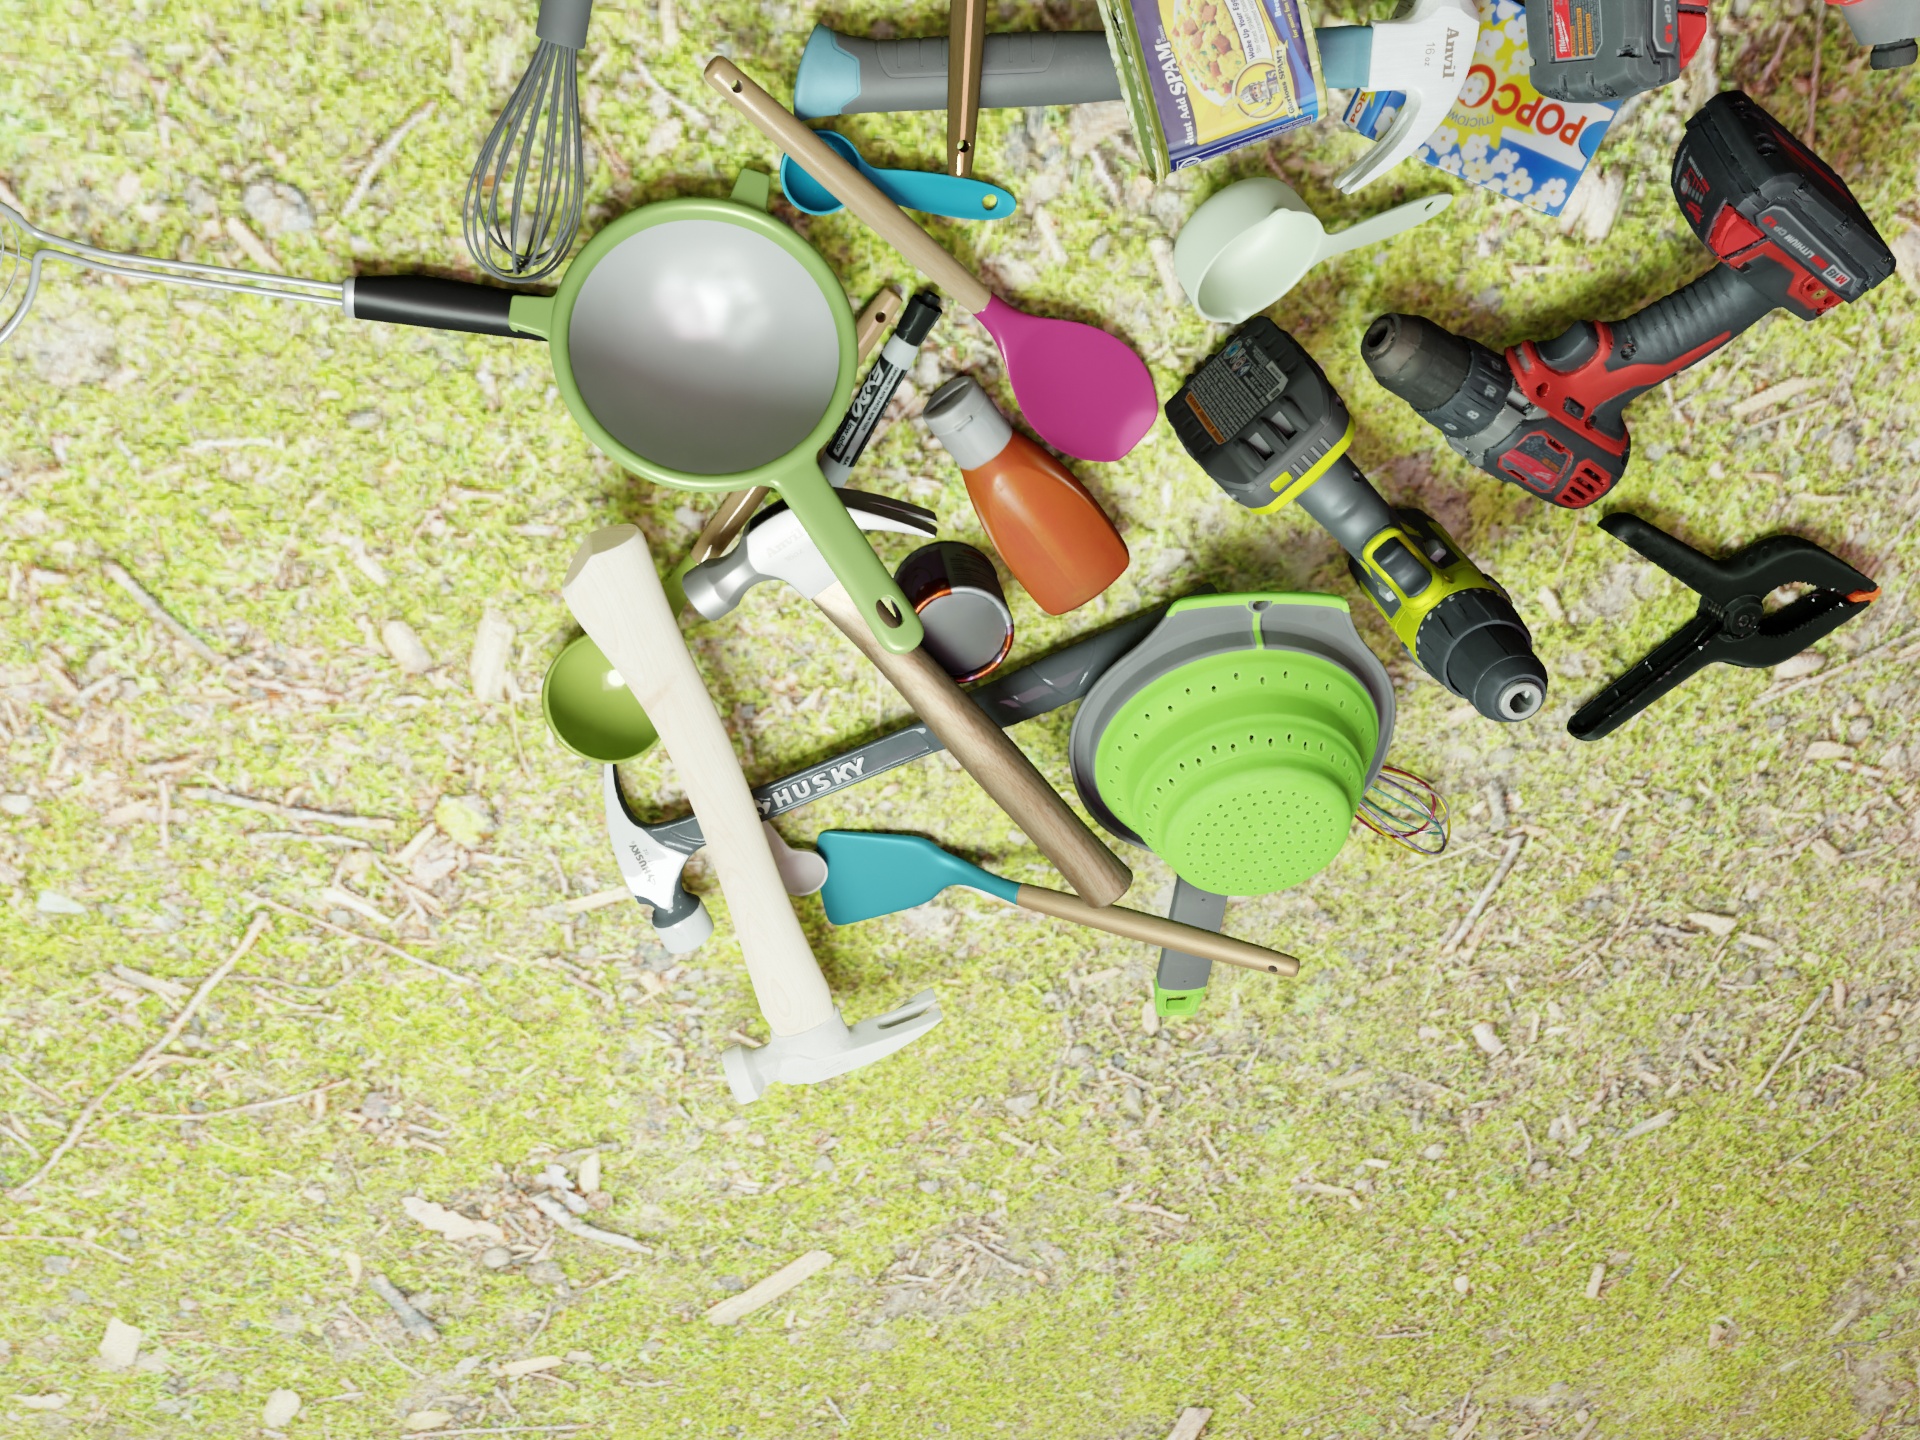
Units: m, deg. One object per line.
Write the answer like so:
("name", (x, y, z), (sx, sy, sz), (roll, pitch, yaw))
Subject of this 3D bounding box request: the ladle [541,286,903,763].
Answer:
("ladle", (-0.130, -0.105, 0.886), (0.078, 0.062, 0.320), (30, 110, -26))

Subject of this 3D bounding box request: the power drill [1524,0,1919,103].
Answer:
("power drill", (0.389, -0.375, 0.771), (0.219, 0.079, 0.143), (-18, 113, -12))

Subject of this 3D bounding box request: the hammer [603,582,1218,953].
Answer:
("hammer", (-0.028, 0.007, 0.986), (0.409, 0.036, 0.149), (-23, 115, 2))

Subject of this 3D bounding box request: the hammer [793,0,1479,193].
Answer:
("hammer", (0.083, -0.320, 0.773), (0.331, 0.033, 0.128), (-2, 117, 0))

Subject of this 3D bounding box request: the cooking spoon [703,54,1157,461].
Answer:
("cooking spoon", (-0.006, -0.234, 0.830), (0.318, 0.017, 0.068), (33, 106, -35))

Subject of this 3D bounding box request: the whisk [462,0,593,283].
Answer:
("whisk", (-0.189, -0.319, 0.740), (0.055, 0.055, 0.238), (11, 116, -18))

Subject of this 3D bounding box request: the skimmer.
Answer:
("skimmer", (-0.360, -0.188, 0.764), (0.363, 0.090, 0.127), (4, 155, -16))

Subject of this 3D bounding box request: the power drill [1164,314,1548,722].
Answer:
("power drill", (0.226, -0.104, 0.878), (0.228, 0.191, 0.080), (39, 109, -25))

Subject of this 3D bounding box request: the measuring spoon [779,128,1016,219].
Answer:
("measuring spoon", (-0.032, -0.277, 0.817), (0.128, 0.021, 0.042), (2, 124, -23))

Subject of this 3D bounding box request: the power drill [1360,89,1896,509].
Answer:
("power drill", (0.349, -0.222, 0.859), (0.187, 0.080, 0.226), (22, 135, -28))

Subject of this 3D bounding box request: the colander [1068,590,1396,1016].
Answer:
("colander", (0.169, 0.098, 1.017), (0.204, 0.095, 0.396), (-2, 134, -4))

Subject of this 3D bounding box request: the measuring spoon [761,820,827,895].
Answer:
("measuring spoon", (-0.132, 0.066, 1.027), (0.034, 0.018, 0.124), (-37, 115, 9))

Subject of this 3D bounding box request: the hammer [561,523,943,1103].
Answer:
("hammer", (-0.126, 0.064, 0.943), (0.146, 0.038, 0.410), (-19, 125, -5))

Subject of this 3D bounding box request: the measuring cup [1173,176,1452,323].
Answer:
("measuring cup", (0.188, -0.267, 0.852), (0.167, 0.038, 0.083), (-22, 157, -18))

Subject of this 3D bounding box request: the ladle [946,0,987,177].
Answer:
("ladle", (0.007, -0.405, 0.701), (0.069, 0.031, 0.315), (-3, 116, -12))

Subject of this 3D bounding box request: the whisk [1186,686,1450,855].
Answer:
("whisk", (0.237, 0.025, 1.057), (0.244, 0.051, 0.047), (28, 93, -22))

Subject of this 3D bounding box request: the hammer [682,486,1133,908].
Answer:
("hammer", (-0.001, -0.003, 0.916), (0.130, 0.031, 0.331), (-33, 119, 18))

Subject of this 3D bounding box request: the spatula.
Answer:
("spatula", (0.058, 0.126, 1.023), (0.317, 0.044, 0.082), (12, 127, 21))

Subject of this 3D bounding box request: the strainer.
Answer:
("strainer", (-0.101, -0.139, 0.812), (0.151, 0.069, 0.256), (-35, 93, -14))
